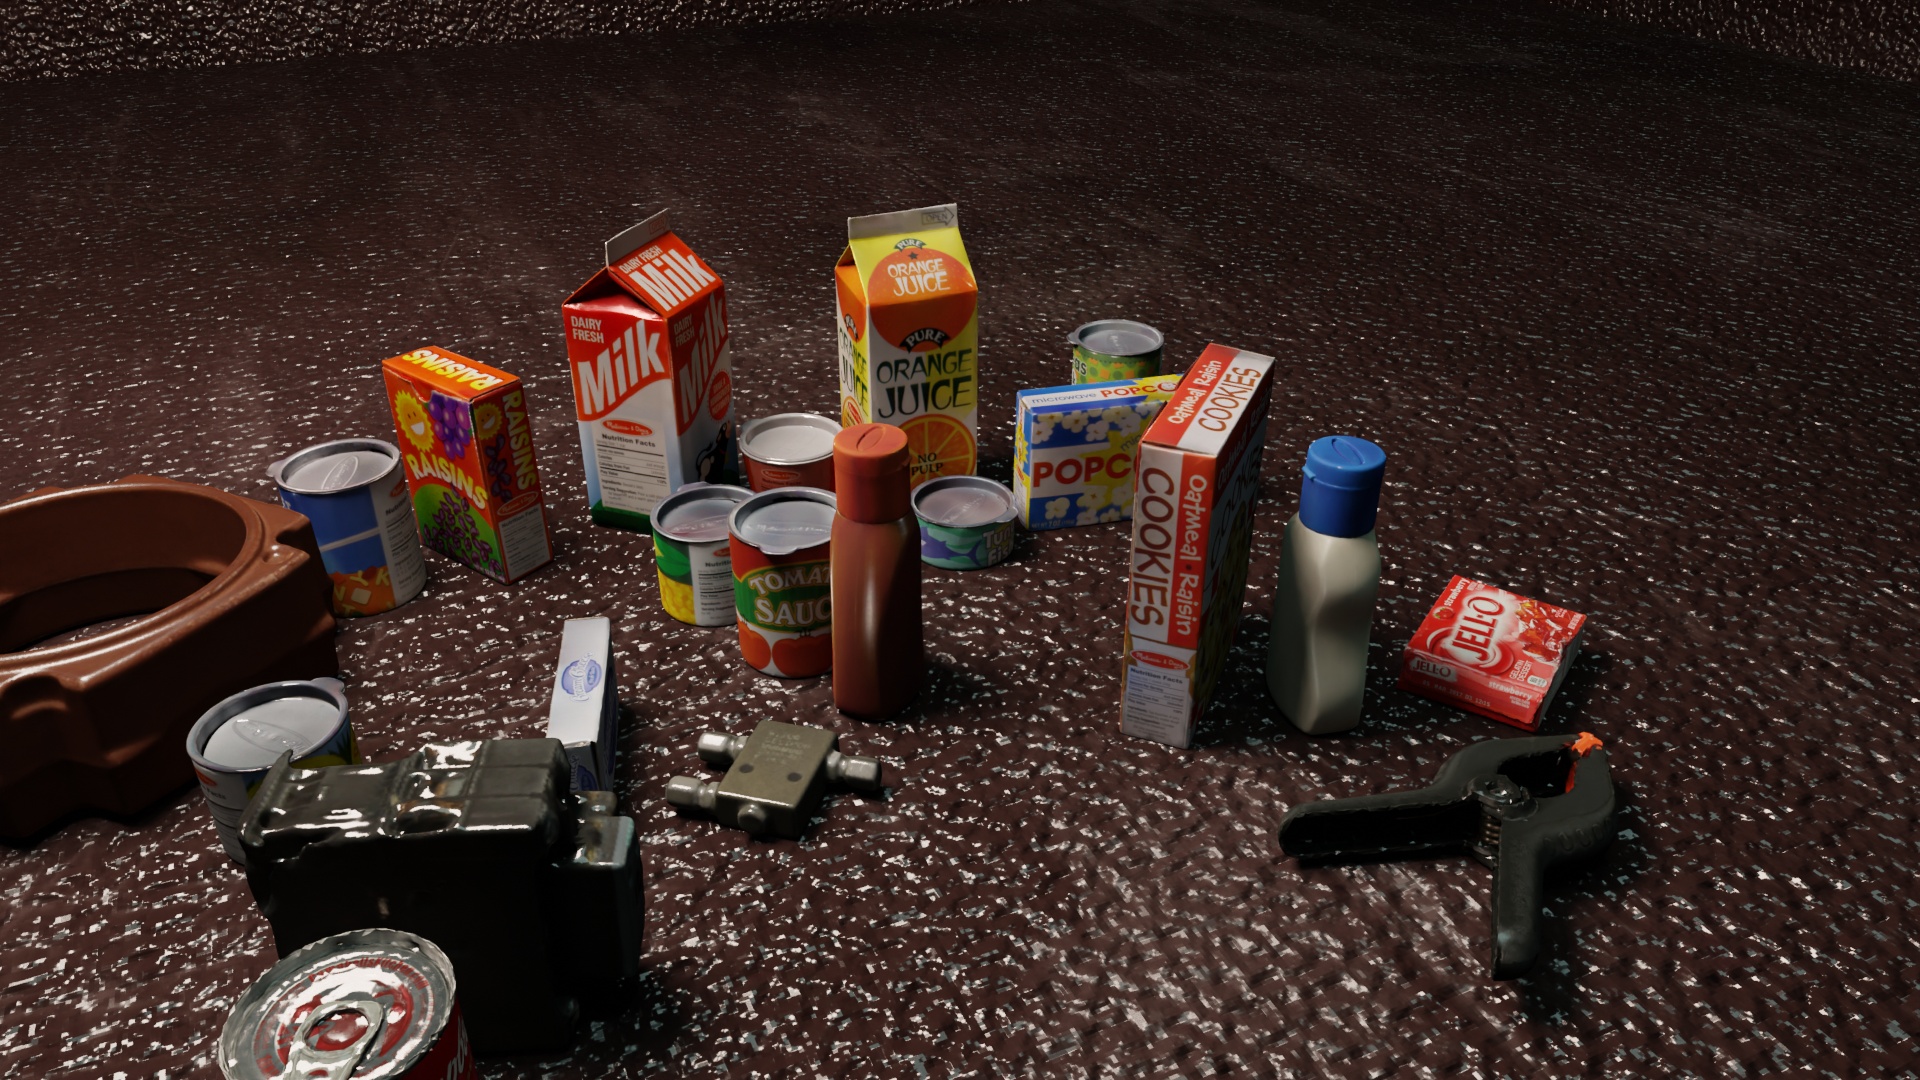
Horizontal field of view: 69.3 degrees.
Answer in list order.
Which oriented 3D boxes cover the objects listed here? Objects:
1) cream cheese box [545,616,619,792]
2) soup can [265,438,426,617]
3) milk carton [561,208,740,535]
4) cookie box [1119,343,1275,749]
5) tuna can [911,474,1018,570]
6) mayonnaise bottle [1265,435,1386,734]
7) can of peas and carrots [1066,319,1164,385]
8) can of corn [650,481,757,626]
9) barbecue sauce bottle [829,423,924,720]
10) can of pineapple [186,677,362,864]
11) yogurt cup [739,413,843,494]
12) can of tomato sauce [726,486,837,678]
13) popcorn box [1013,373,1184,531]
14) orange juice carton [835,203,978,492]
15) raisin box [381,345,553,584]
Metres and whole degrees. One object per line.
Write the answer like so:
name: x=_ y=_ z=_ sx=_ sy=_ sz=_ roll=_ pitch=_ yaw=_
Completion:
cream cheese box: x=-0.181 y=0.087 z=0.669 sx=0.024 sy=0.053 sz=0.104 roll=-4 pitch=31 yaw=-8
soup can: x=-0.352 y=-0.008 z=0.800 sx=0.071 sy=0.083 sz=0.072 roll=0 pitch=30 yaw=0
milk carton: x=-0.189 y=-0.102 z=0.858 sx=0.073 sy=0.189 sz=0.073 roll=10 pitch=32 yaw=16
cookie box: x=0.119 y=0.001 z=0.707 sx=0.040 sy=0.166 sz=0.123 roll=12 pitch=32 yaw=19
tuna can: x=0.003 y=-0.011 z=0.858 sx=0.071 sy=0.032 sz=0.071 roll=0 pitch=30 yaw=0
mayonnaise bottle: x=0.183 y=0.022 z=0.691 sx=0.041 sy=0.147 sz=0.065 roll=-5 pitch=31 yaw=-9
can of peas and carrots: x=0.113 y=-0.124 z=1.026 sx=0.071 sy=0.058 sz=0.071 roll=0 pitch=30 yaw=0
can of corn: x=-0.143 y=0.007 z=0.801 sx=0.071 sy=0.058 sz=0.071 roll=0 pitch=30 yaw=0
barbecue sauce bottle: x=-0.042 y=0.015 z=0.700 sx=0.044 sy=0.147 sz=0.065 roll=9 pitch=31 yaw=15
can of pineapple: x=-0.307 y=0.105 z=0.633 sx=0.071 sy=0.057 sz=0.071 roll=0 pitch=30 yaw=0
yogurt cup: x=-0.106 y=-0.044 z=0.892 sx=0.072 sy=0.053 sz=0.073 roll=0 pitch=30 yaw=0
can of tomato sauce: x=-0.089 y=0.024 z=0.749 sx=0.071 sy=0.082 sz=0.071 roll=0 pitch=30 yaw=0
popcorn box: x=0.098 y=-0.057 z=0.886 sx=0.127 sy=0.084 sz=0.038 roll=-7 pitch=31 yaw=-12
orange juice carton: x=-0.034 y=-0.115 z=0.878 sx=0.072 sy=0.191 sz=0.073 roll=-11 pitch=32 yaw=-18
raisin box: x=-0.293 y=-0.045 z=0.826 sx=0.086 sy=0.122 sz=0.040 roll=21 pitch=36 yaw=32
